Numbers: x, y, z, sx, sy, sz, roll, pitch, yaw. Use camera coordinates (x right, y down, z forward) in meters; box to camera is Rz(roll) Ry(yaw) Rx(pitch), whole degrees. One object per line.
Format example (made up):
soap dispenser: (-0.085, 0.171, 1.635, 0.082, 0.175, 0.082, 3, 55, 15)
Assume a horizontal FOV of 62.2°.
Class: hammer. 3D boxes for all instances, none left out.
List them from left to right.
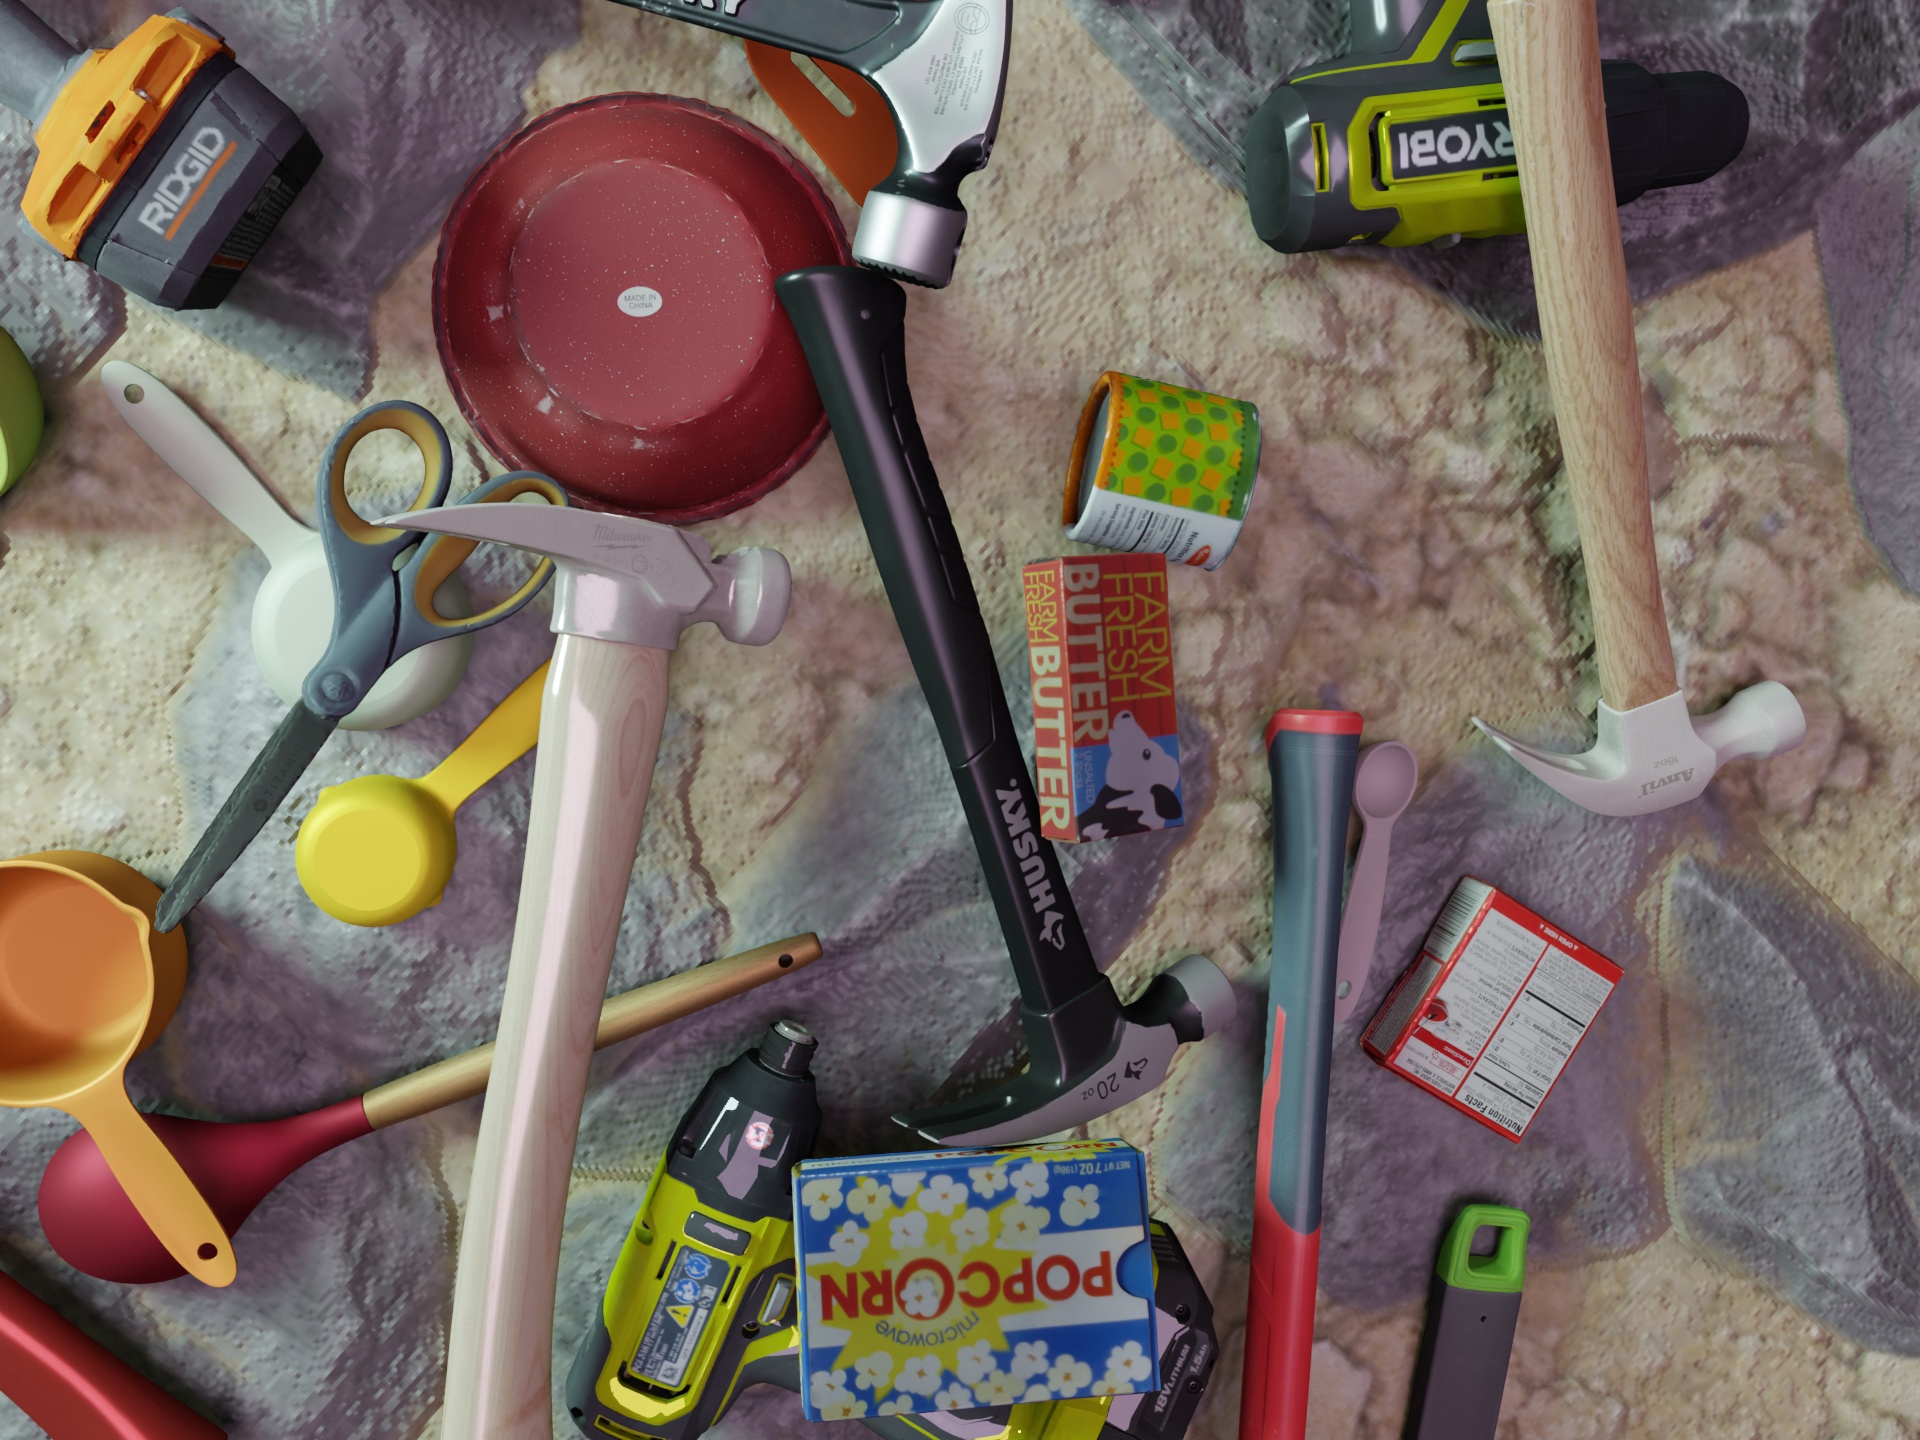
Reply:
hammer: (-0.405, 0.160, 0.564, 0.149, 0.037, 0.359, -39, 106, 16)
hammer: (-0.177, -0.271, 0.521, 0.409, 0.036, 0.149, 17, 103, 3)
hammer: (-0.159, 0.129, 0.564, 0.146, 0.038, 0.410, 9, 90, -32)
hammer: (-0.001, -0.002, 0.586, 0.146, 0.035, 0.334, -25, 105, -28)
hammer: (0.135, 0.189, 0.622, 0.038, 0.143, 0.386, 3, 92, -12)
hammer: (0.242, -0.108, 0.606, 0.130, 0.031, 0.331, -21, 114, -4)

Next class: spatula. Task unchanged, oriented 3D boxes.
spatula: (-0.142, -0.308, 0.572, 0.322, 0.041, 0.081, 32, 91, -6)

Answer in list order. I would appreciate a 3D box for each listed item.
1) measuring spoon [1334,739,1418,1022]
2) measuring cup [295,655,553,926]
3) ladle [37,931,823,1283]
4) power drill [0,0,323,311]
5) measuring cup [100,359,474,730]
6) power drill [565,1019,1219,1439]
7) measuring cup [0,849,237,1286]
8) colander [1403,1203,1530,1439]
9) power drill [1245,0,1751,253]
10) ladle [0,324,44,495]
measuring spoon: (0.165, 0.067, 0.666, 0.034, 0.018, 0.124, 0, 104, -31)
measuring cup: (-0.185, 0.017, 0.600, 0.156, 0.029, 0.062, -42, 101, 1)
ladle: (-0.203, 0.143, 0.617, 0.315, 0.031, 0.069, -20, 100, -7)
power drill: (-0.324, -0.228, 0.501, 0.226, 0.164, 0.084, 35, 91, -23)
measuring cup: (-0.251, -0.066, 0.576, 0.083, 0.038, 0.167, -42, 103, -1)
power drill: (-0.021, 0.229, 0.629, 0.223, 0.080, 0.171, 23, 94, -7)
measuring cup: (-0.309, 0.127, 0.583, 0.095, 0.052, 0.173, -30, 98, -4)
colander: (0.205, 0.408, 0.671, 0.204, 0.094, 0.397, 8, 96, -9)
power drill: (0.198, -0.297, 0.593, 0.190, 0.080, 0.228, -9, 101, -7)
ladle: (-0.439, -0.021, 0.549, 0.078, 0.062, 0.320, 43, 92, -11)
